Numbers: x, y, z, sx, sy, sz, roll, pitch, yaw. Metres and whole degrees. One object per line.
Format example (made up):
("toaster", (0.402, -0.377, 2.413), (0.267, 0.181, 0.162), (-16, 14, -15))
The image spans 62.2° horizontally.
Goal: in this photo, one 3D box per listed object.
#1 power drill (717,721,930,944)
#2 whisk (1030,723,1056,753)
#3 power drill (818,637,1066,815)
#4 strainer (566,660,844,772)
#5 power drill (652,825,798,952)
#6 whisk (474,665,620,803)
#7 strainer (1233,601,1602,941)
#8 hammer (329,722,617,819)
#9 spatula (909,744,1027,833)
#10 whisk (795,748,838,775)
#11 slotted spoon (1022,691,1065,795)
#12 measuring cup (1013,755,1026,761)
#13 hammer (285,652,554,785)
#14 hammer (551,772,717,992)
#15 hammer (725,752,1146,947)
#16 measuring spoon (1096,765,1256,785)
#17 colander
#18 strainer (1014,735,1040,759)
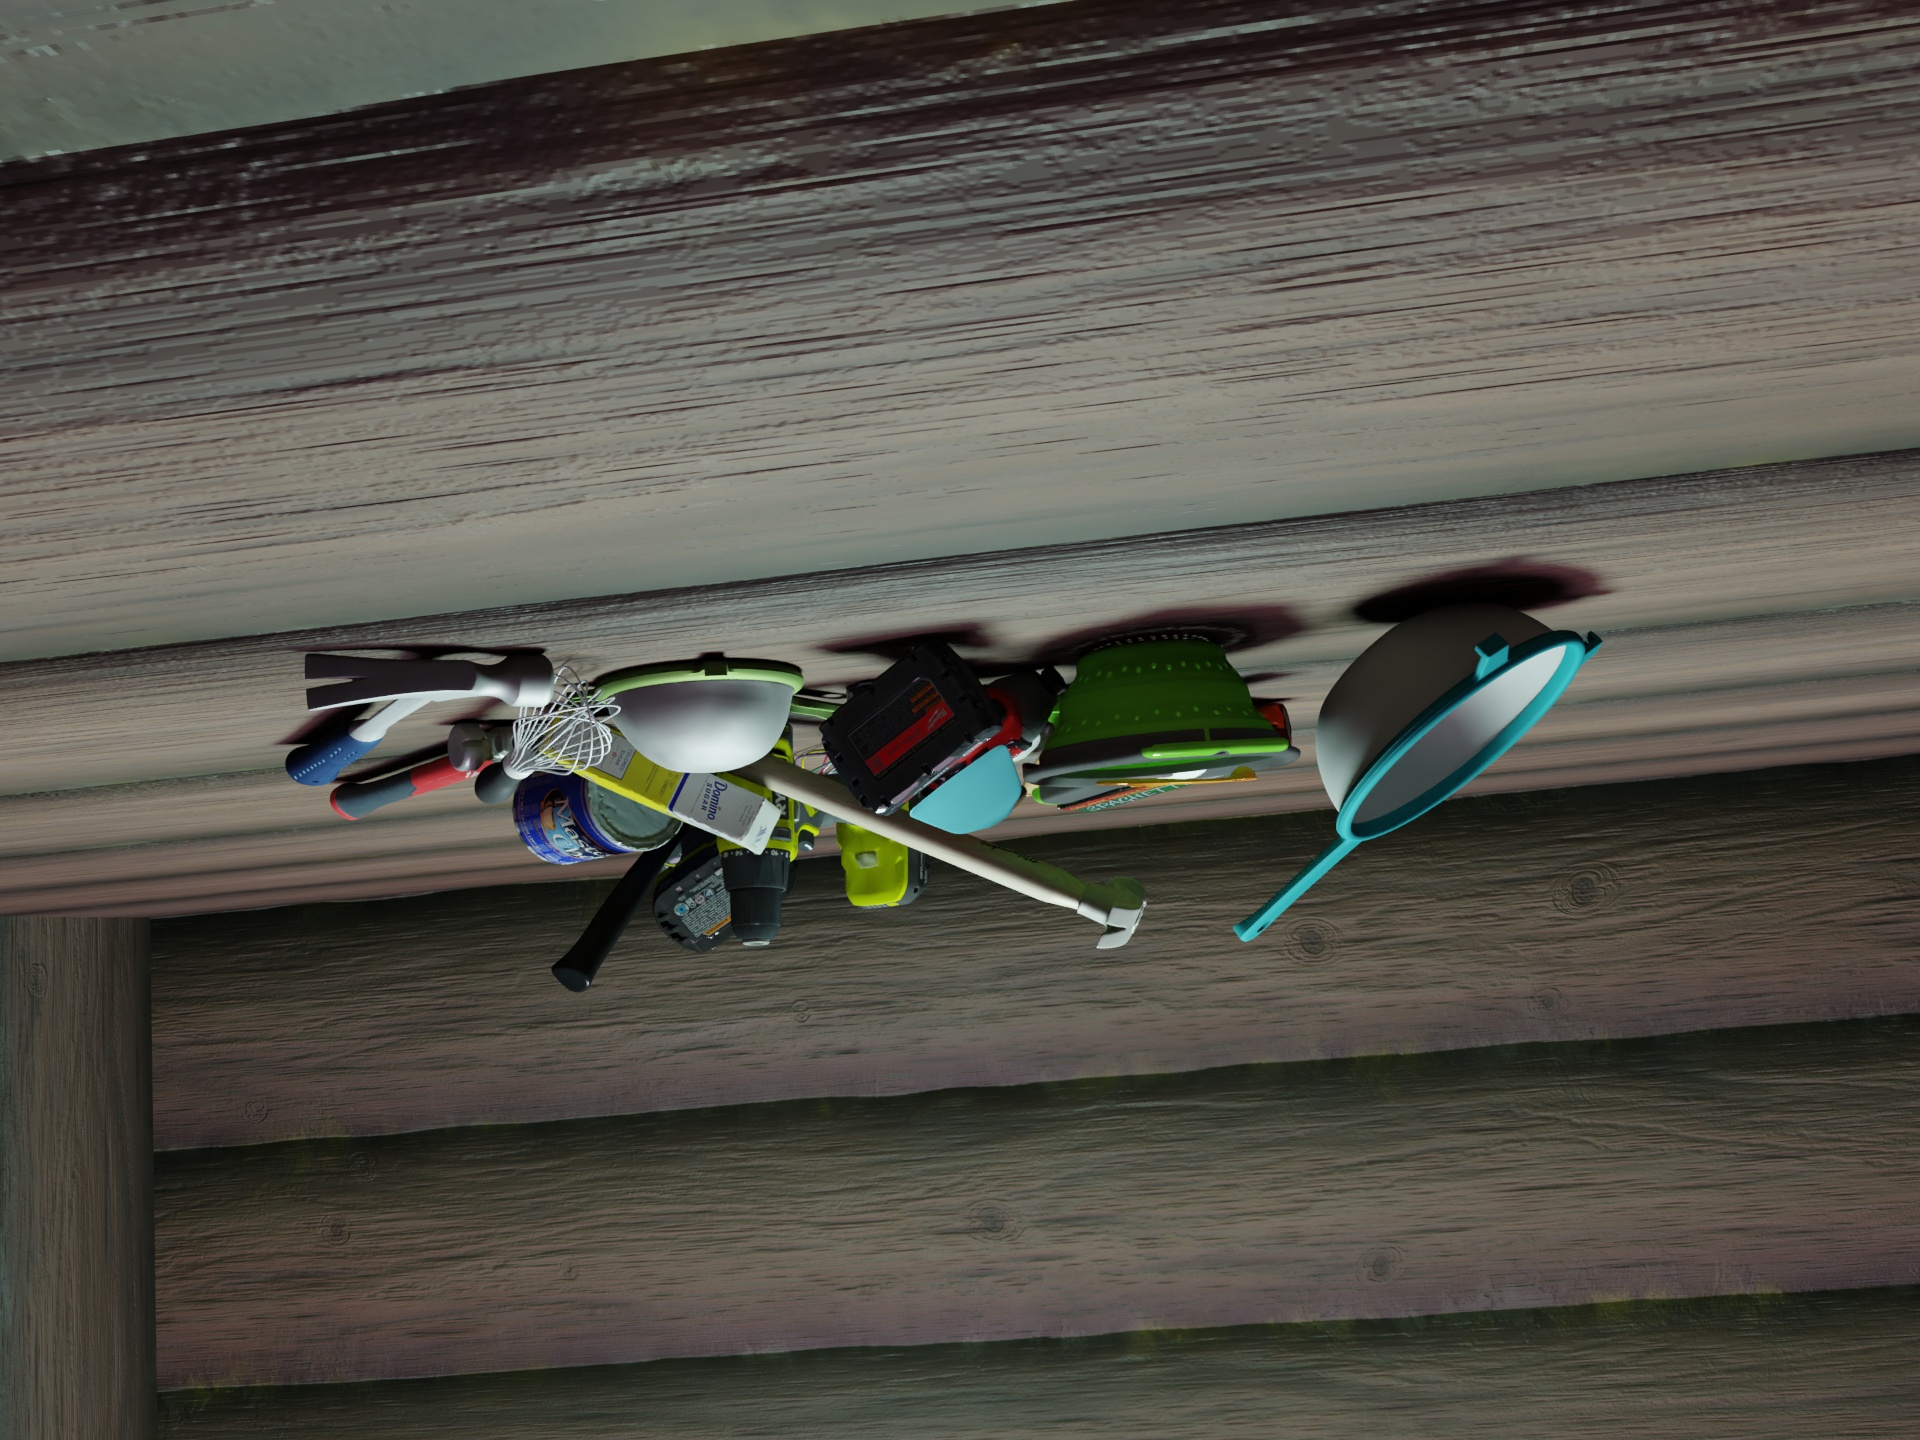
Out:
("power drill", (-0.126, 0.105, 1.402), (0.080, 0.191, 0.228), (-12, 164, 35))
("whisk", (-0.009, 0.037, 1.611), (0.246, 0.059, 0.058), (-13, -147, 24))
("power drill", (-0.002, 0.005, 1.164), (0.143, 0.078, 0.219), (-38, 168, 13))
("strainer", (-0.158, 0.008, 1.194), (0.151, 0.069, 0.256), (-10, 169, 32))
("power drill", (-0.229, 0.118, 1.552), (0.171, 0.080, 0.223), (-34, -157, 3))
("whisk", (-0.311, 0.022, 1.152), (0.070, 0.070, 0.284), (0, 167, -30))
("strainer", (0.291, 0.027, 1.155), (0.211, 0.095, 0.340), (-5, 142, -49))
("hammer", (-0.457, 0.049, 1.425), (0.143, 0.038, 0.386), (0, 171, -41))
("spatula", (0.027, 0.055, 1.245), (0.082, 0.044, 0.317), (-37, 176, 6))
("whisk", (-0.109, 0.038, 1.554), (0.051, 0.047, 0.245), (0, 168, -23))
("slotted spoon", (0.087, 0.025, 1.479), (0.070, 0.031, 0.313), (2, 163, -7))
("measuring cup", (-0.004, 0.030, 1.493), (0.167, 0.038, 0.083), (-10, 174, -39))
("hammer", (-0.425, 0.004, 1.130), (0.144, 0.035, 0.405), (0, 171, -34))
("hammer", (-0.278, 0.129, 1.440), (0.146, 0.035, 0.335), (-24, -159, 26))
("hammer", (-0.057, 0.077, 1.220), (0.411, 0.038, 0.146), (21, -175, 10))
("measuring spoon", (0.157, 0.041, 1.161), (0.117, 0.011, 0.021), (-3, 174, 13))
("colander", (0.124, 0.005, 1.261), (0.204, 0.094, 0.397), (-3, 172, -15))
("strainer", (0.006, 0.048, 1.460), (0.086, 0.050, 0.258), (5, 145, -18))
